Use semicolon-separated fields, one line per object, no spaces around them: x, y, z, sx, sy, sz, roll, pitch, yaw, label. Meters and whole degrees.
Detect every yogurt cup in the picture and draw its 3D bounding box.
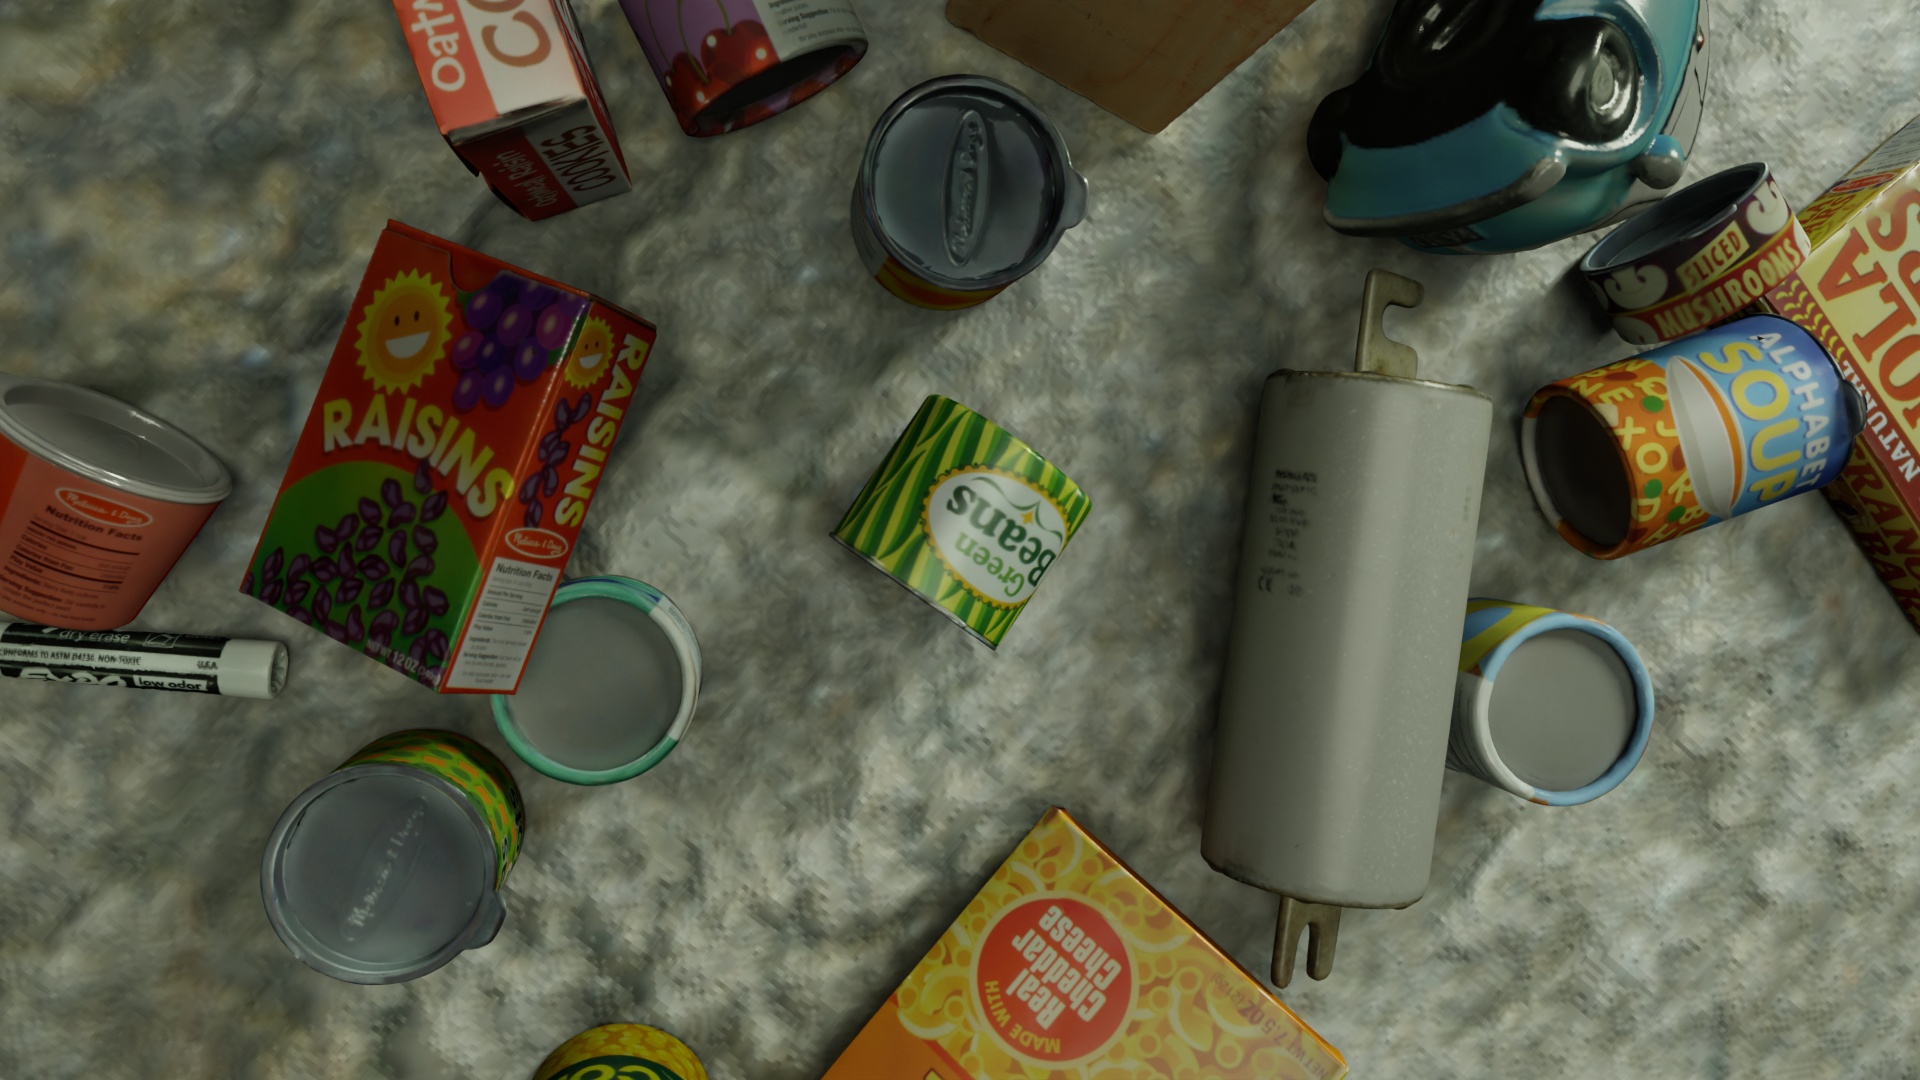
-0.264;-0.009;0.415;0.072;0.072;0.054;30;96;-9;yogurt cup

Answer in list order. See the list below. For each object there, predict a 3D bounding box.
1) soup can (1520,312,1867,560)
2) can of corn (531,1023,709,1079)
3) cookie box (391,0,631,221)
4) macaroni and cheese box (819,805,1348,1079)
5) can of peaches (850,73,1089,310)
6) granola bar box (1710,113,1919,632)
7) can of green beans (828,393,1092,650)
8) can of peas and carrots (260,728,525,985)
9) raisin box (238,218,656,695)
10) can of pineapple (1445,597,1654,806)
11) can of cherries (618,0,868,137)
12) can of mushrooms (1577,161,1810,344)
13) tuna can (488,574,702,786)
0.253;-0.036;0.486;0.084;0.071;0.071;-19;95;-7;soup can
-0.114;0.196;0.448;0.071;0.058;0.071;0;93;-8;can of corn
-0.144;-0.184;0.394;0.040;0.123;0.167;-19;95;-6;cookie box
0.025;0.192;0.457;0.124;0.040;0.166;40;87;16;macaroni and cheese box
0.001;-0.110;0.452;0.071;0.058;0.071;0;92;-9;can of peaches
0.375;-0.062;0.519;0.124;0.039;0.165;-39;97;-5;granola bar box
0.001;-0.006;0.452;0.071;0.071;0.058;35;87;-8;can of green beans
-0.172;0.097;0.435;0.071;0.059;0.071;-1;93;-9;can of peas and carrots
-0.156;-0.025;0.424;0.086;0.040;0.123;21;89;23;raisin box
0.199;0.054;0.488;0.071;0.058;0.071;0;93;-8;can of pineapple
-0.072;-0.167;0.437;0.071;0.071;0.058;-27;97;-6;can of cherries
0.255;-0.099;0.484;0.071;0.071;0.033;-35;99;-5;can of mushrooms
-0.121;0.045;0.453;0.071;0.033;0.071;0;93;-9;tuna can
